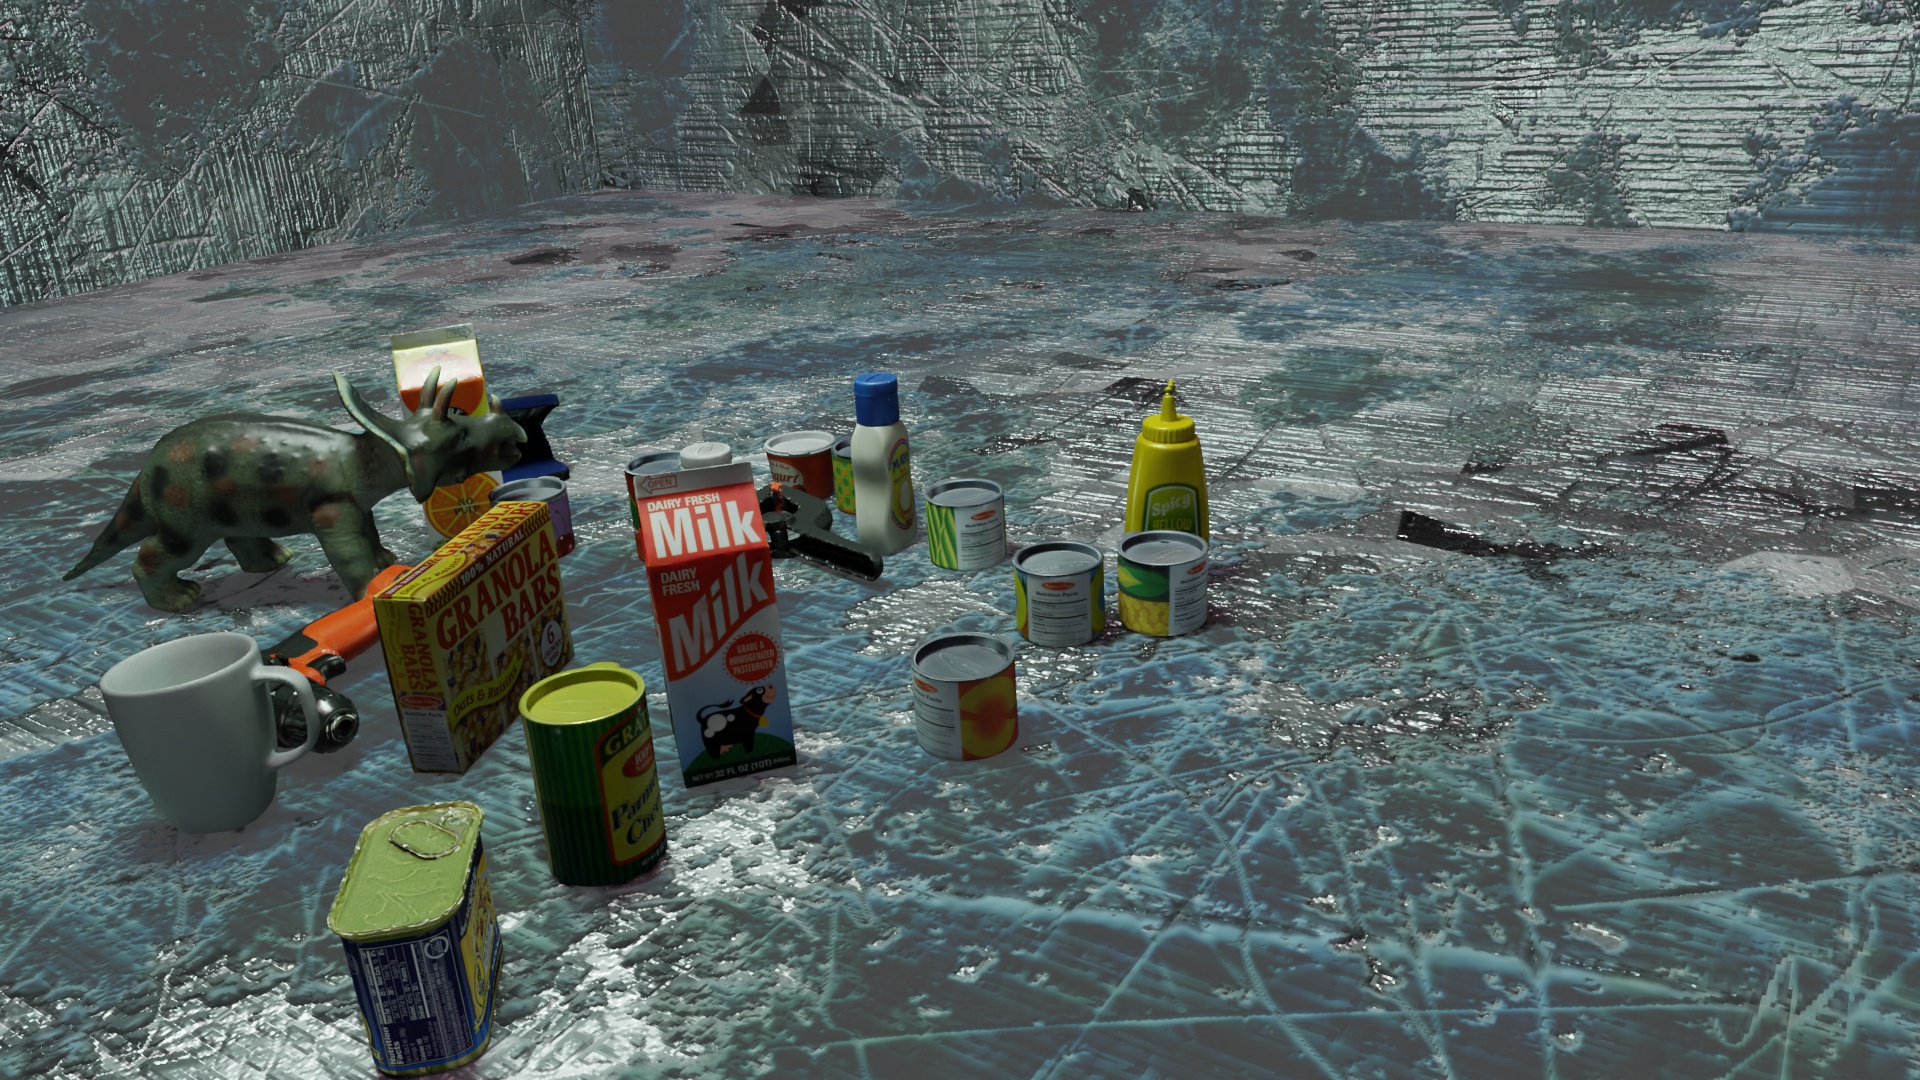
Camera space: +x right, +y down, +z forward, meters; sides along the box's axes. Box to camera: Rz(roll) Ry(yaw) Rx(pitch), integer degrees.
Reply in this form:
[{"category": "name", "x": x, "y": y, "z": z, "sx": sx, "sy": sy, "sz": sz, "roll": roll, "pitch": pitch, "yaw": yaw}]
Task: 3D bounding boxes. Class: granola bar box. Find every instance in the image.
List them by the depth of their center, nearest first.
[{"category": "granola bar box", "x": -0.319, "y": 0.060, "z": 0.928, "sx": 0.039, "sy": 0.123, "sz": 0.166, "roll": 1, "pitch": 22, "yaw": 11}]

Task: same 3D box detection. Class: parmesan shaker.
[{"category": "parmesan shaker", "x": -0.200, "y": 0.129, "z": 0.767, "sx": 0.071, "sy": 0.102, "sz": 0.071, "roll": -3, "pitch": 22, "yaw": 1}]

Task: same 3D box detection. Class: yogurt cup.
[{"category": "yogurt cup", "x": -0.150, "y": -0.070, "z": 1.318, "sx": 0.072, "sy": 0.053, "sz": 0.072, "roll": -3, "pitch": 22, "yaw": 1}]

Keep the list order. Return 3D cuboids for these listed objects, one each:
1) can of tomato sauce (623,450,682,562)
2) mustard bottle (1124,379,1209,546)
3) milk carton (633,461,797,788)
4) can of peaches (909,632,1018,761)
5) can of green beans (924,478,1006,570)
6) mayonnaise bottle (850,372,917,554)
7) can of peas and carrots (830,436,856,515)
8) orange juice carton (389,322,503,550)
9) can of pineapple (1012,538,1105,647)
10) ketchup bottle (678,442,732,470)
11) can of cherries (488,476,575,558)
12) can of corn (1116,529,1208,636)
[{"category": "can of tomato sauce", "x": -0.251, "y": -0.029, "z": 1.192, "sx": 0.071, "sy": 0.082, "sz": 0.071, "roll": -3, "pitch": 22, "yaw": 1}, {"category": "mustard bottle", "x": 0.159, "y": -0.045, "z": 1.069, "sx": 0.065, "sy": 0.159, "sz": 0.049, "roll": -4, "pitch": 21, "yaw": -1}, {"category": "milk carton", "x": -0.151, "y": 0.046, "z": 0.849, "sx": 0.072, "sy": 0.189, "sz": 0.073, "roll": -9, "pitch": 22, "yaw": -15}, {"category": "can of peaches", "x": 0.005, "y": 0.097, "z": 0.875, "sx": 0.071, "sy": 0.057, "sz": 0.071, "roll": -3, "pitch": 22, "yaw": 1}, {"category": "can of green beans", "x": 0.005, "y": -0.014, "z": 1.151, "sx": 0.071, "sy": 0.057, "sz": 0.071, "roll": -3, "pitch": 22, "yaw": 1}, {"category": "mayonnaise bottle", "x": -0.066, "y": -0.066, "z": 1.171, "sx": 0.041, "sy": 0.147, "sz": 0.065, "roll": 6, "pitch": 23, "yaw": 23}, {"category": "can of peas and carrots", "x": -0.086, "y": -0.061, "z": 1.282, "sx": 0.071, "sy": 0.058, "sz": 0.071, "roll": -3, "pitch": 22, "yaw": 1}, {"category": "orange juice carton", "x": -0.455, "y": -0.096, "z": 1.243, "sx": 0.072, "sy": 0.191, "sz": 0.073, "roll": -11, "pitch": 23, "yaw": -18}, {"category": "can of pineapple", "x": 0.073, "y": 0.037, "z": 1.014, "sx": 0.071, "sy": 0.057, "sz": 0.071, "roll": -3, "pitch": 22, "yaw": 1}, {"category": "ketchup bottle", "x": -0.178, "y": 0.004, "z": 1.013, "sx": 0.043, "sy": 0.148, "sz": 0.065, "roll": -2, "pitch": 22, "yaw": 5}, {"category": "can of cherries", "x": -0.373, "y": -0.018, "z": 1.217, "sx": 0.071, "sy": 0.058, "sz": 0.072, "roll": -3, "pitch": 22, "yaw": 1}, {"category": "can of corn", "x": 0.146, "y": 0.030, "z": 1.020, "sx": 0.071, "sy": 0.058, "sz": 0.071, "roll": -3, "pitch": 22, "yaw": 1}]
